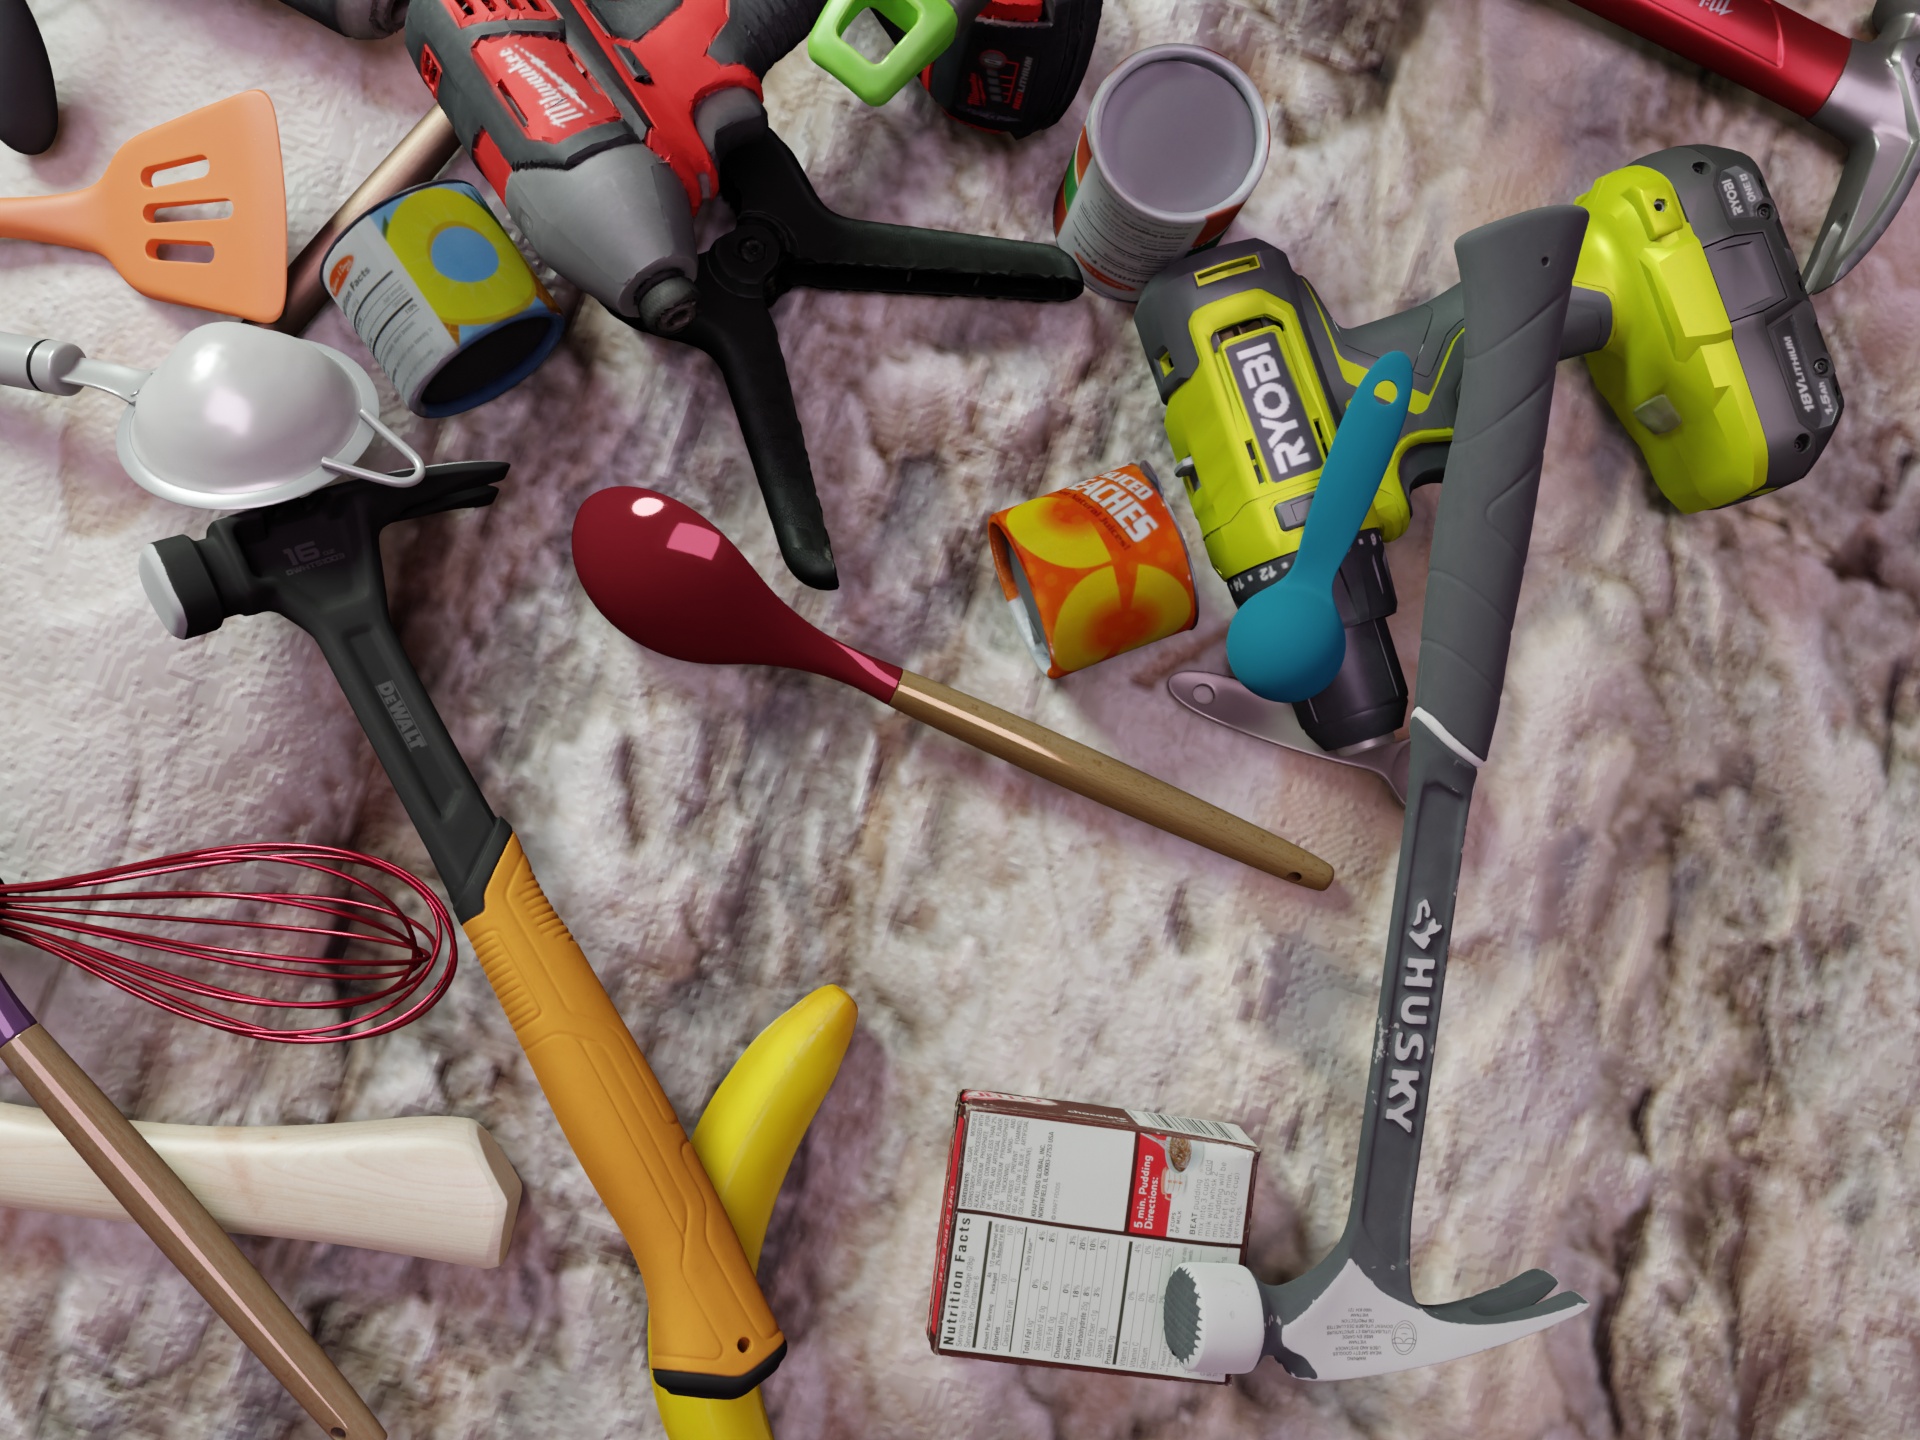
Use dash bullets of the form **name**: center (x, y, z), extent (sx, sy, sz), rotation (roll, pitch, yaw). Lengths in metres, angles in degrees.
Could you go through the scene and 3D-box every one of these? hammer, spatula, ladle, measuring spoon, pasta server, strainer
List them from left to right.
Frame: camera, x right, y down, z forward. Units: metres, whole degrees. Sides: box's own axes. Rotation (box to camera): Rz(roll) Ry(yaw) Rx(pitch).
- **spatula**: center (-0.400, -0.185, 0.574), extent (0.322, 0.041, 0.081), rotation (0, 98, -3)
- **hammer**: center (-0.364, 0.155, 0.554), extent (0.410, 0.038, 0.146), rotation (10, 86, -4)
- **spatula**: center (-0.299, 0.127, 0.530), extent (0.060, 0.018, 0.316), rotation (-37, 95, 19)
- **strainer**: center (-0.310, -0.123, 0.555), extent (0.258, 0.050, 0.087), rotation (11, 52, 12)
- **pasta server**: center (-0.204, -0.221, 0.594), extent (0.316, 0.060, 0.040), rotation (-51, 132, -4)
- **hammer**: center (-0.144, 0.070, 0.543), extent (0.127, 0.034, 0.337), rotation (-25, 85, -34)
- **ladle**: center (-0.001, -0.002, 0.593), extent (0.315, 0.069, 0.031), rotation (24, 44, -7)
- **measuring spoon**: center (0.138, 0.008, 0.618), extent (0.124, 0.018, 0.034), rotation (21, 69, 4)
- **measuring spoon**: center (0.130, -0.066, 0.550), extent (0.042, 0.021, 0.128), rotation (20, 99, 0)
- **hammer**: center (0.171, 0.027, 0.549), extent (0.149, 0.036, 0.409), rotation (7, 93, -13)
- **hammer**: center (0.209, -0.309, 0.634), extent (0.386, 0.038, 0.143), rotation (25, 86, -2)

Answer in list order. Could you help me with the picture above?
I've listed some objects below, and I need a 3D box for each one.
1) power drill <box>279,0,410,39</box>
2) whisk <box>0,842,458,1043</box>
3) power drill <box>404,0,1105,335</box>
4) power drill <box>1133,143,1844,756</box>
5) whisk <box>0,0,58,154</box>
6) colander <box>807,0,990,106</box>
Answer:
- **power drill**: center (-0.245, -0.378, 0.583), extent (0.185, 0.084, 0.226), rotation (30, 89, -1)
- **whisk**: center (-0.322, 0.068, 0.555), extent (0.296, 0.073, 0.073), rotation (6, 85, 2)
- **power drill**: center (-0.066, -0.231, 0.561), extent (0.219, 0.078, 0.143), rotation (-30, 80, -16)
- **power drill**: center (0.197, -0.105, 0.599), extent (0.228, 0.080, 0.190), rotation (-19, 87, -3)
- **whisk**: center (-0.352, -0.334, 0.522), extent (0.070, 0.070, 0.284), rotation (-7, 122, -5)
- **colander**: center (0.083, -0.341, 0.553), extent (0.204, 0.094, 0.397), rotation (39, 80, 1)
